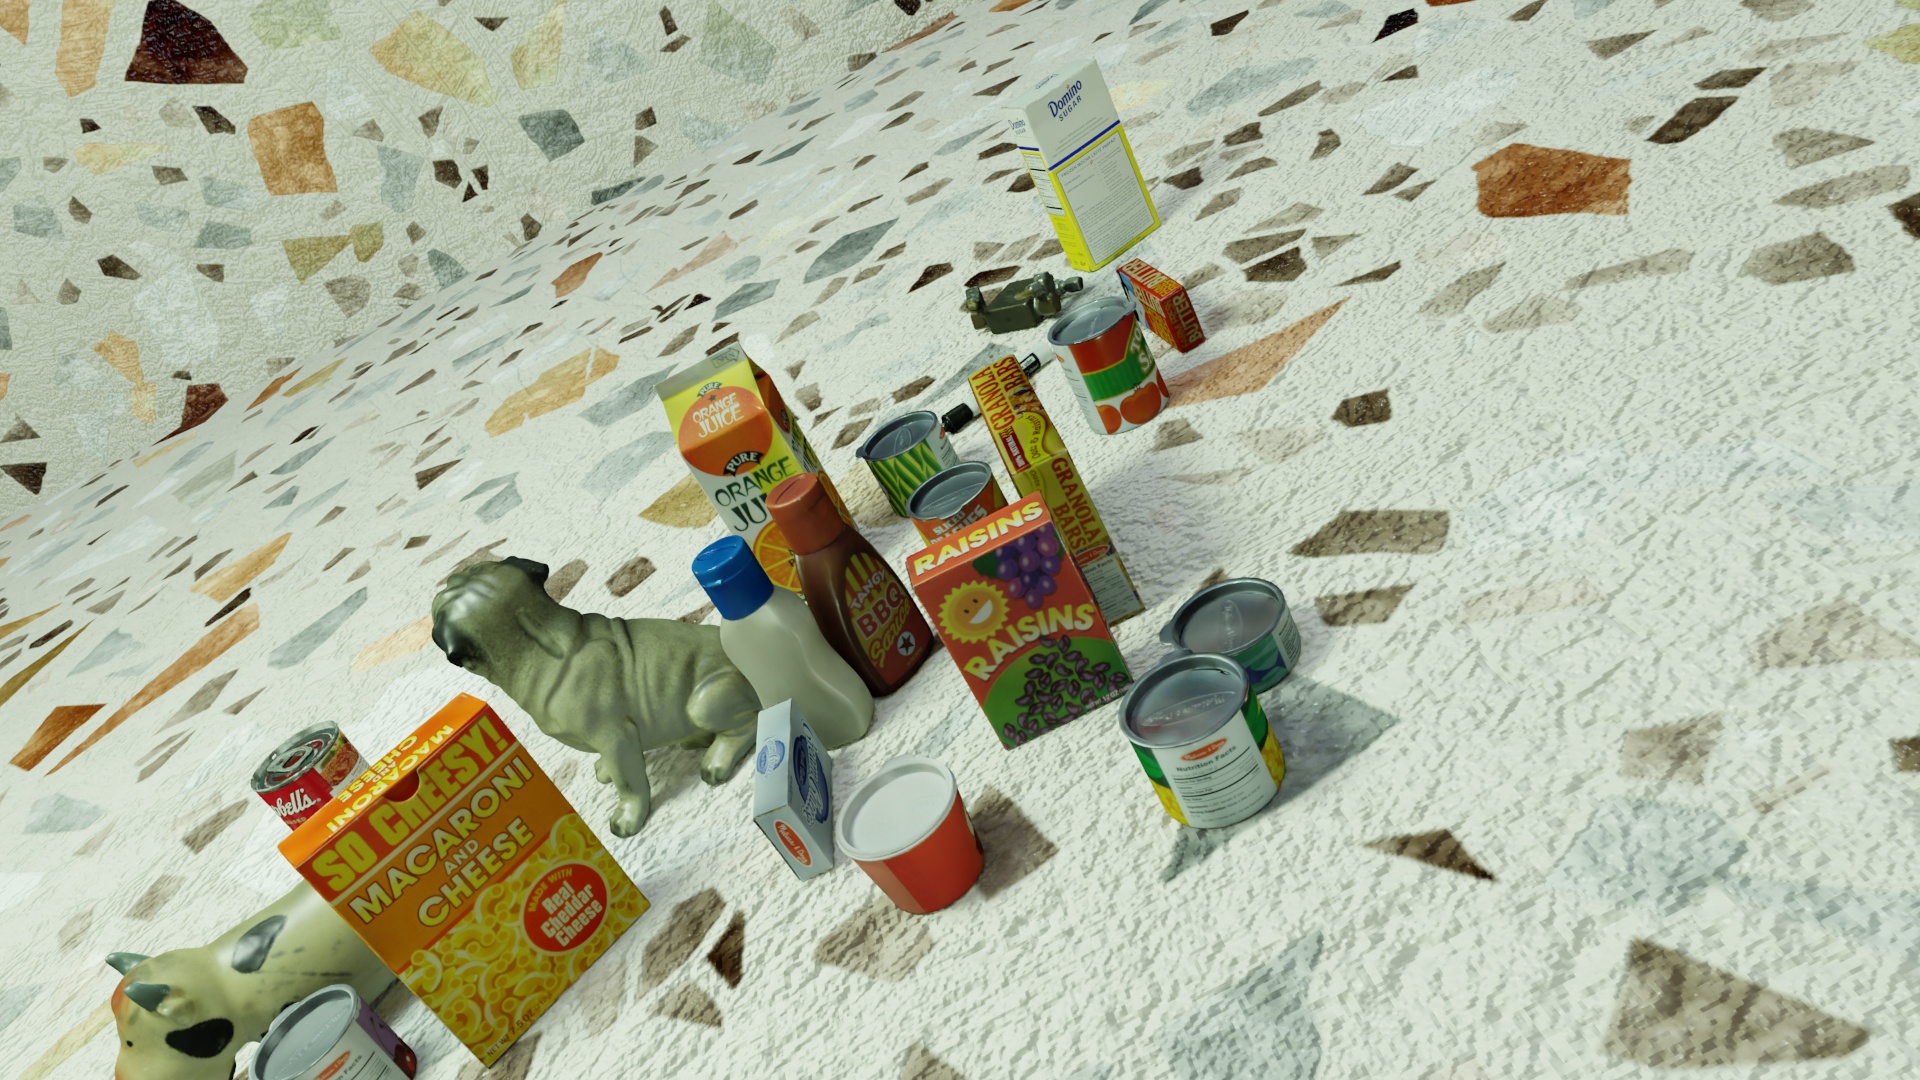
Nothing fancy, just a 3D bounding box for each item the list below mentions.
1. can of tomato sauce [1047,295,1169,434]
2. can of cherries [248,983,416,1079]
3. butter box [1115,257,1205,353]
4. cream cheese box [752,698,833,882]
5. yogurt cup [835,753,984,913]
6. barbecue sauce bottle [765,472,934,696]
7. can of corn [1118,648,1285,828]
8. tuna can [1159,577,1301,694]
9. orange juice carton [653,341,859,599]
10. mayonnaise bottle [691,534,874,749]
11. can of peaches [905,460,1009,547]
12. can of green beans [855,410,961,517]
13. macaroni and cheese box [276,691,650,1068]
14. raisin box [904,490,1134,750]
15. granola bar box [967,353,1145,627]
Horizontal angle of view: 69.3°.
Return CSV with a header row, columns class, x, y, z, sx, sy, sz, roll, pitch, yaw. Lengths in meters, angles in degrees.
class,x,y,z,sx,sy,sz,roll,pitch,yaw
can of tomato sauce,0.113,-0.132,1.043,0.071,0.082,0.071,-22,28,13
can of cherries,-0.351,0.293,0.779,0.071,0.058,0.072,-22,28,13
butter box,0.162,-0.192,1.132,0.024,0.053,0.104,-29,28,-1
cream cheese box,-0.096,0.143,0.805,0.024,0.053,0.104,-25,28,7
yogurt cup,-0.023,0.155,0.718,0.072,0.053,0.073,-22,28,13
barbecue sauce bottle,-0.072,0.026,0.877,0.043,0.148,0.065,0,39,43
can of corn,0.119,0.096,0.682,0.071,0.058,0.071,-22,28,13
tuna can,0.147,0.054,0.755,0.071,0.032,0.071,-22,28,13
orange juice carton,-0.147,-0.051,1.026,0.072,0.192,0.073,-25,28,6
mayonnaise bottle,-0.111,0.064,0.849,0.064,0.147,0.041,-16,30,23
can of peaches,0.003,-0.012,0.969,0.071,0.058,0.071,-22,28,13
can of green beans,-0.036,-0.060,1.084,0.071,0.057,0.071,-22,28,13
macaroni and cheese box,-0.266,0.186,0.765,0.040,0.166,0.124,8,45,49
raisin box,0.034,0.046,0.774,0.086,0.123,0.040,-26,28,5
granola bar box,0.057,-0.033,0.885,0.039,0.123,0.166,-27,28,4
